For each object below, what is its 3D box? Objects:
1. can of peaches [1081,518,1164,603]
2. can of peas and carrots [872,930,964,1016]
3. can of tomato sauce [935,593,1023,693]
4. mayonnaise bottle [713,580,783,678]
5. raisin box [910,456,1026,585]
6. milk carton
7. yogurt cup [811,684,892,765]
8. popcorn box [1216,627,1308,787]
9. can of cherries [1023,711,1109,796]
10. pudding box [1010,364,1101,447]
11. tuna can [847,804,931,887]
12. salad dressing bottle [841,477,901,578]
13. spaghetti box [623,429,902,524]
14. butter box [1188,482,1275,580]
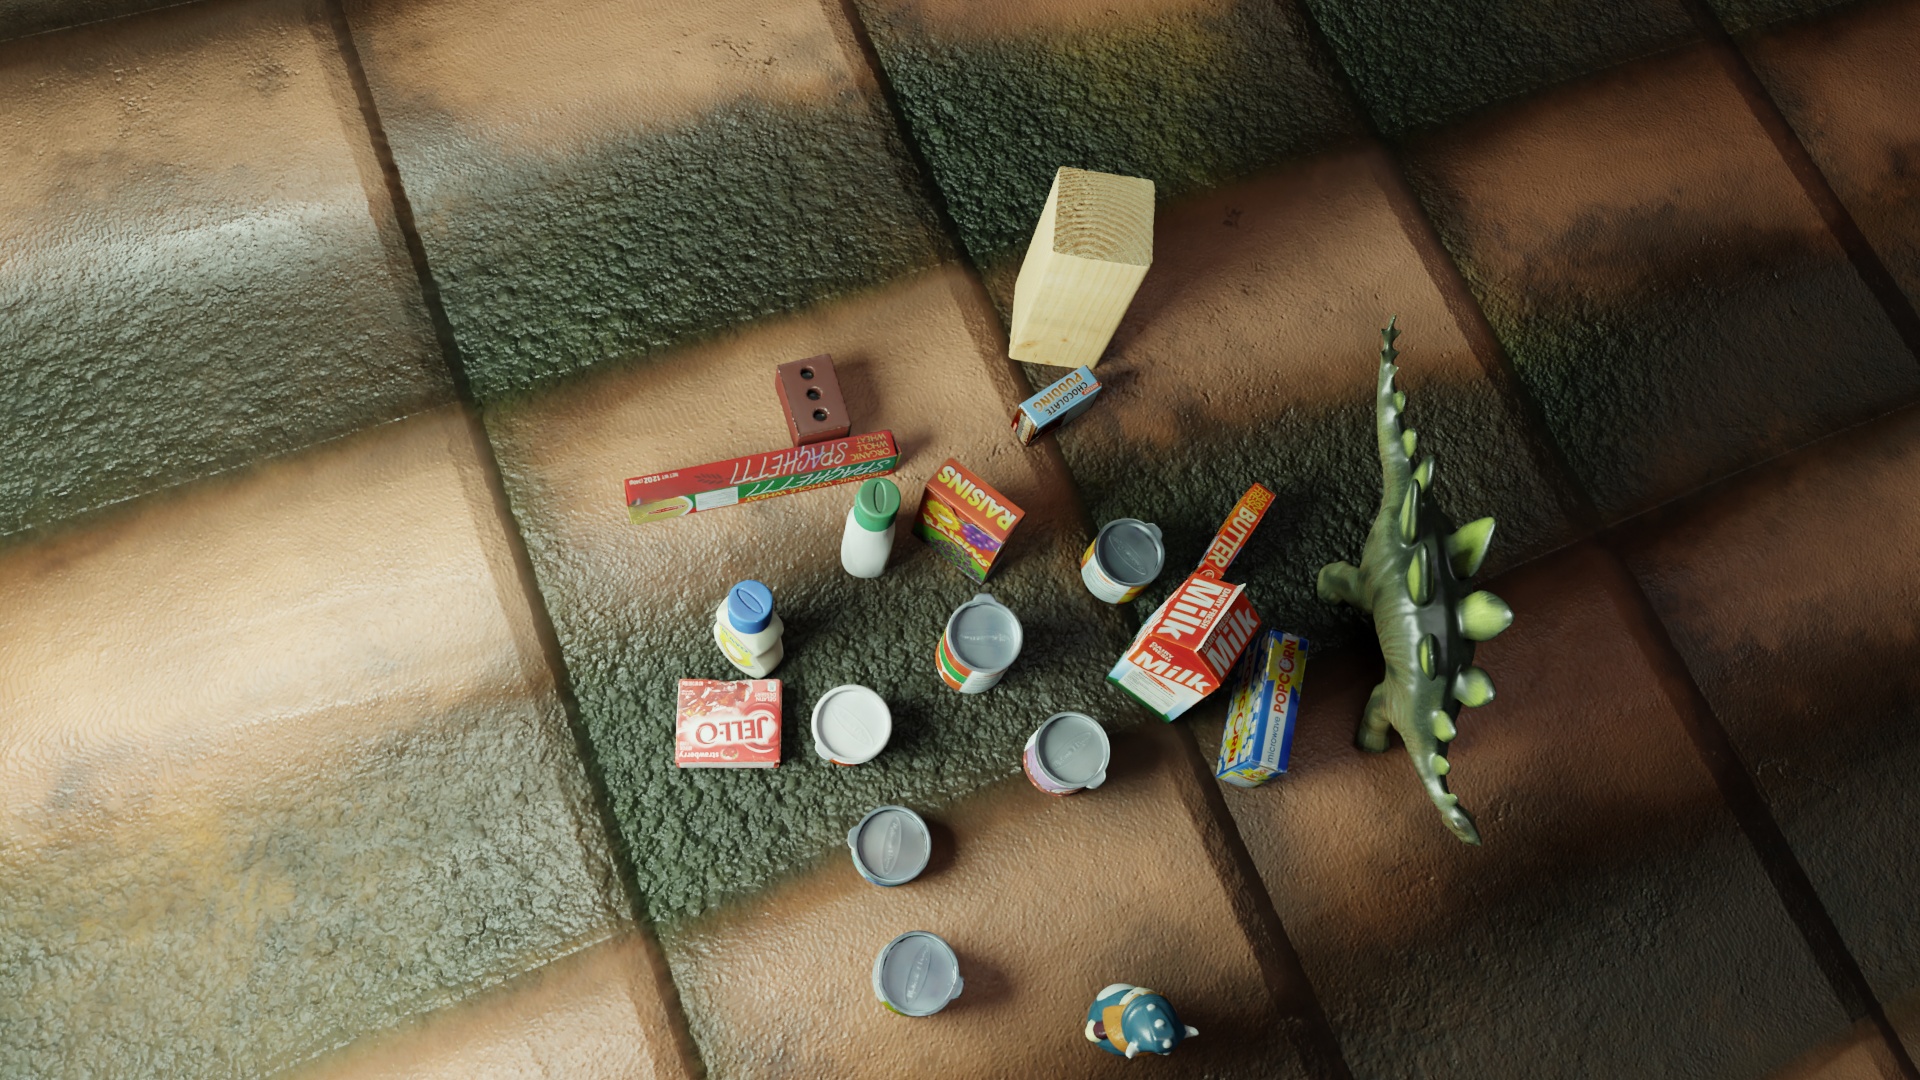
[{"bbox_3d":[0.152,0.019,1.289,0.071,0.058,0.071,3,70,-8],"label":"can of peaches"},{"bbox_3d":[-0.035,0.356,1.136,0.071,0.058,0.071,3,70,-8],"label":"can of peas and carrots"},{"bbox_3d":[0.014,0.093,1.226,0.071,0.082,0.071,3,70,-8],"label":"can of tomato sauce"},{"bbox_3d":[-0.178,0.072,1.168,0.065,0.147,0.041,42,70,7],"label":"mayonnaise bottle"},{"bbox_3d":[0.004,-0.016,1.243,0.086,0.123,0.040,38,70,5],"label":"raisin box"},{"bbox_3d":[0.196,0.091,1.199,0.073,0.190,0.072,36,69,5],"label":"milk carton"},{"bbox_3d":[-0.095,0.163,1.199,0.072,0.053,0.072,3,70,-8],"label":"yogurt cup"},{"bbox_3d":[0.270,0.152,1.245,0.038,0.085,0.127,17,69,-3],"label":"popcorn box"},{"bbox_3d":[0.093,0.190,1.217,0.071,0.058,0.072,3,70,-8],"label":"can of cherries"},{"bbox_3d":[0.092,-0.129,1.337,0.084,0.049,0.030,-33,79,-18],"label":"pudding box"},{"bbox_3d":[-0.062,0.260,1.180,0.071,0.032,0.071,3,70,-8],"label":"tuna can"},{"bbox_3d":[-0.078,-0.011,1.215,0.044,0.147,0.064,1,71,-9],"label":"salad dressing bottle"},{"bbox_3d":[-0.179,-0.058,1.268,0.250,0.050,0.029,-12,73,-13],"label":"spaghetti box"},{"bbox_3d":[0.257,-0.004,1.316,0.024,0.053,0.104,35,69,4],"label":"butter box"}]
